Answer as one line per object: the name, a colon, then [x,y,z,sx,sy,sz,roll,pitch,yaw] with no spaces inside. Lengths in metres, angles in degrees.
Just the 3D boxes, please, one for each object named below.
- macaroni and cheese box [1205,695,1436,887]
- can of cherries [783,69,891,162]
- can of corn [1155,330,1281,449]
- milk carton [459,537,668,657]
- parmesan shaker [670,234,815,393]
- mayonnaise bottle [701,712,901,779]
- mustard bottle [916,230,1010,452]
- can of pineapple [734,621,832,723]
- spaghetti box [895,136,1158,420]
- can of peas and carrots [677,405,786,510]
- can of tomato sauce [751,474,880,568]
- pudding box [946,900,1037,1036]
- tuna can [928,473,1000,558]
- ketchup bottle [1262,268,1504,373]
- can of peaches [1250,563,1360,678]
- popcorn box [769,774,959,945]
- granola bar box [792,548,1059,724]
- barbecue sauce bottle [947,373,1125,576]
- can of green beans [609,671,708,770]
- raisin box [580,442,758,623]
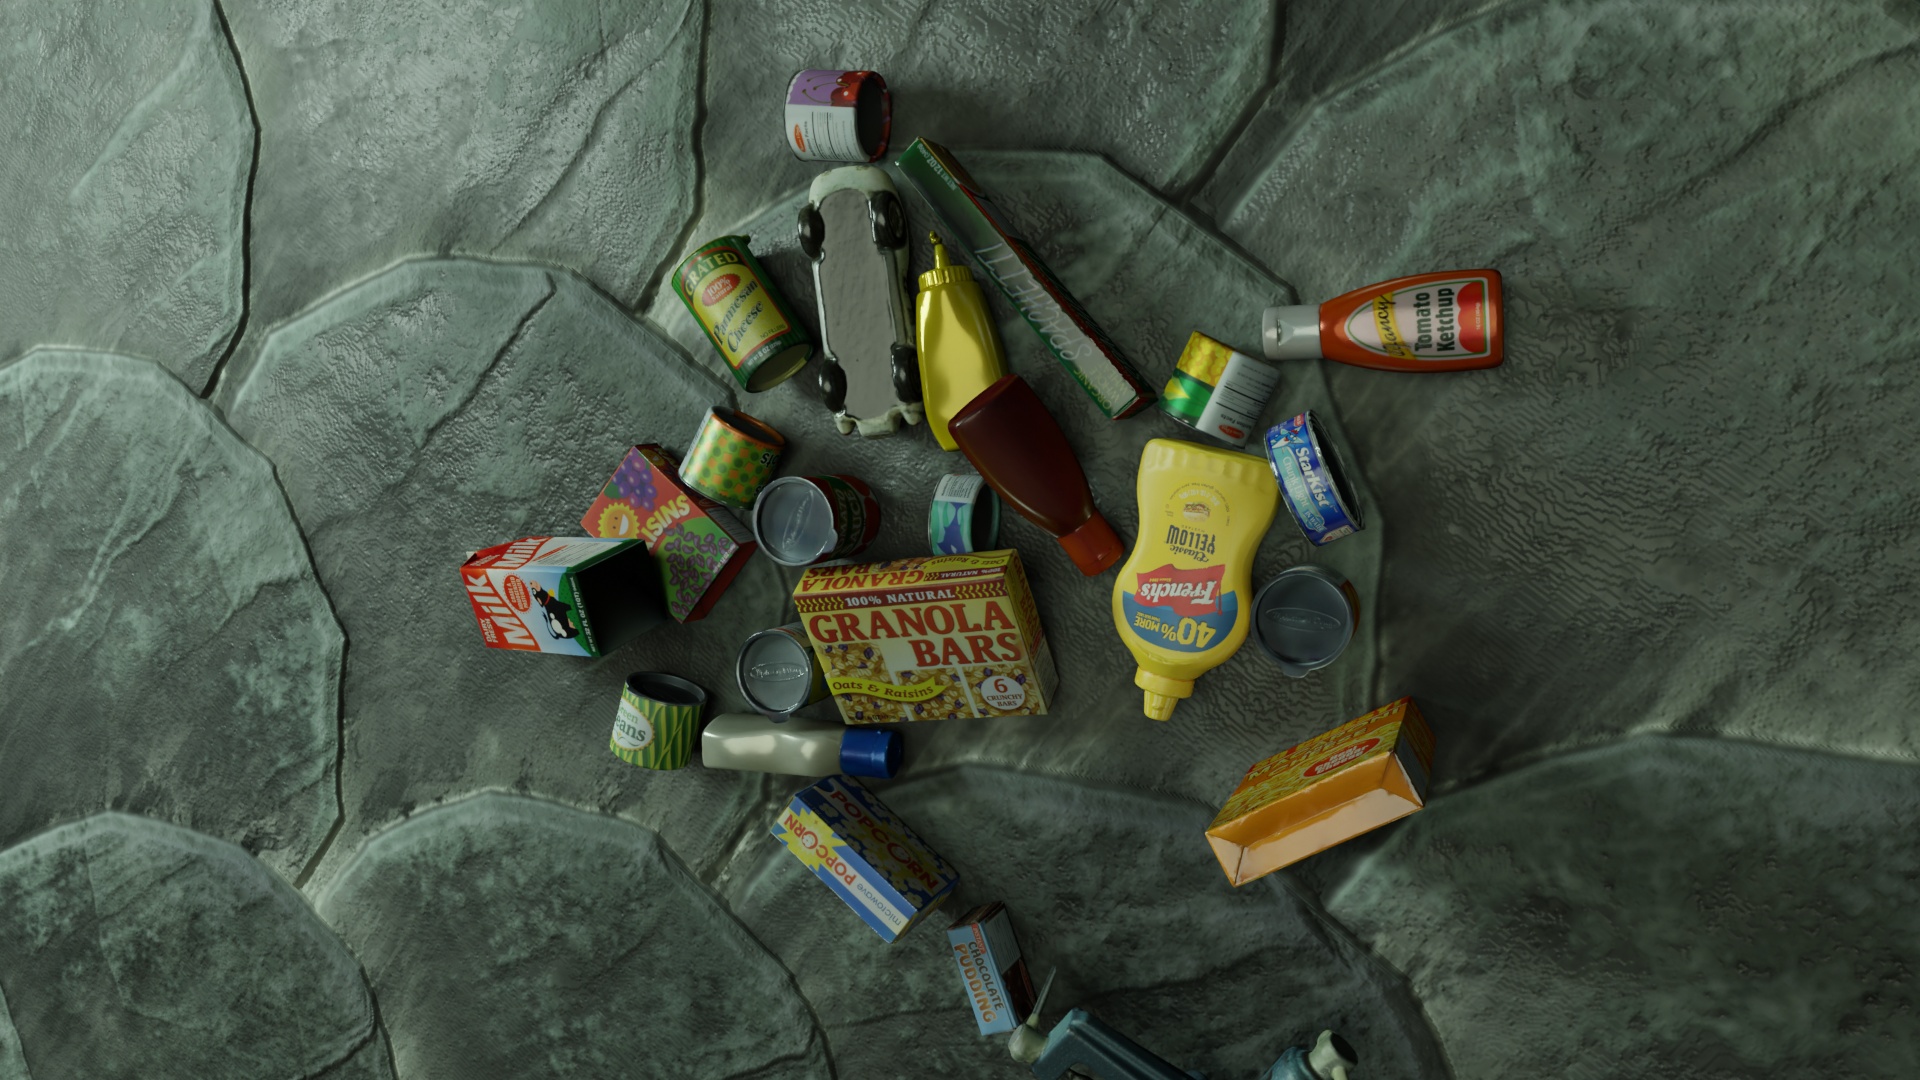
macaroni and cheese box: [0.231,0.155,0.875,0.123,0.167,0.040,-29,84,21]
can of cherries: [-0.089,-0.314,1.022,0.058,0.071,0.071,7,96,20]
can of corn: [0.172,-0.103,0.935,0.071,0.071,0.058,29,103,17]
milk carton: [-0.331,0.042,1.113,0.190,0.074,0.072,1,112,37]
parmesan shaker: [-0.163,-0.174,1.059,0.071,0.071,0.103,-39,80,19]
mayonnaise bottle: [-0.121,0.159,1.069,0.148,0.065,0.041,3,98,17]
mustard bottle: [-0.001,-0.146,1.007,0.065,0.049,0.160,-10,89,13]
can of pineapple: [-0.131,0.099,1.069,0.071,0.058,0.071,2,95,21]
spaghetti box: [0.046,-0.185,0.985,0.028,0.050,0.250,-42,79,21]
can of peas and carrots: [-0.173,-0.063,1.071,0.071,0.071,0.058,32,104,16]
can of tomato sauce: [-0.104,-0.016,1.037,0.071,0.083,0.071,2,95,21]
pudding box: [0.024,0.317,1.028,0.030,0.050,0.083,-21,86,23]
tuna can: [0.004,-0.013,1.006,0.033,0.071,0.071,5,96,20]
ketchup bottle: [0.274,-0.139,0.904,0.149,0.043,0.064,-1,94,22]
can of peaches: [0.230,0.052,0.926,0.071,0.058,0.071,2,95,20]
popcorn box: [-0.070,0.235,1.040,0.127,0.085,0.038,40,108,14]
granola bar box: [-0.025,0.073,1.007,0.165,0.039,0.123,-6,121,22]
barbecue sauce bottle: [0.058,-0.041,0.969,0.065,0.044,0.148,-40,103,-5]
can of green beans: [-0.241,0.144,1.110,0.071,0.071,0.057,21,102,19]
raisin box: [-0.232,-0.007,1.111,0.123,0.040,0.086,42,108,12]
